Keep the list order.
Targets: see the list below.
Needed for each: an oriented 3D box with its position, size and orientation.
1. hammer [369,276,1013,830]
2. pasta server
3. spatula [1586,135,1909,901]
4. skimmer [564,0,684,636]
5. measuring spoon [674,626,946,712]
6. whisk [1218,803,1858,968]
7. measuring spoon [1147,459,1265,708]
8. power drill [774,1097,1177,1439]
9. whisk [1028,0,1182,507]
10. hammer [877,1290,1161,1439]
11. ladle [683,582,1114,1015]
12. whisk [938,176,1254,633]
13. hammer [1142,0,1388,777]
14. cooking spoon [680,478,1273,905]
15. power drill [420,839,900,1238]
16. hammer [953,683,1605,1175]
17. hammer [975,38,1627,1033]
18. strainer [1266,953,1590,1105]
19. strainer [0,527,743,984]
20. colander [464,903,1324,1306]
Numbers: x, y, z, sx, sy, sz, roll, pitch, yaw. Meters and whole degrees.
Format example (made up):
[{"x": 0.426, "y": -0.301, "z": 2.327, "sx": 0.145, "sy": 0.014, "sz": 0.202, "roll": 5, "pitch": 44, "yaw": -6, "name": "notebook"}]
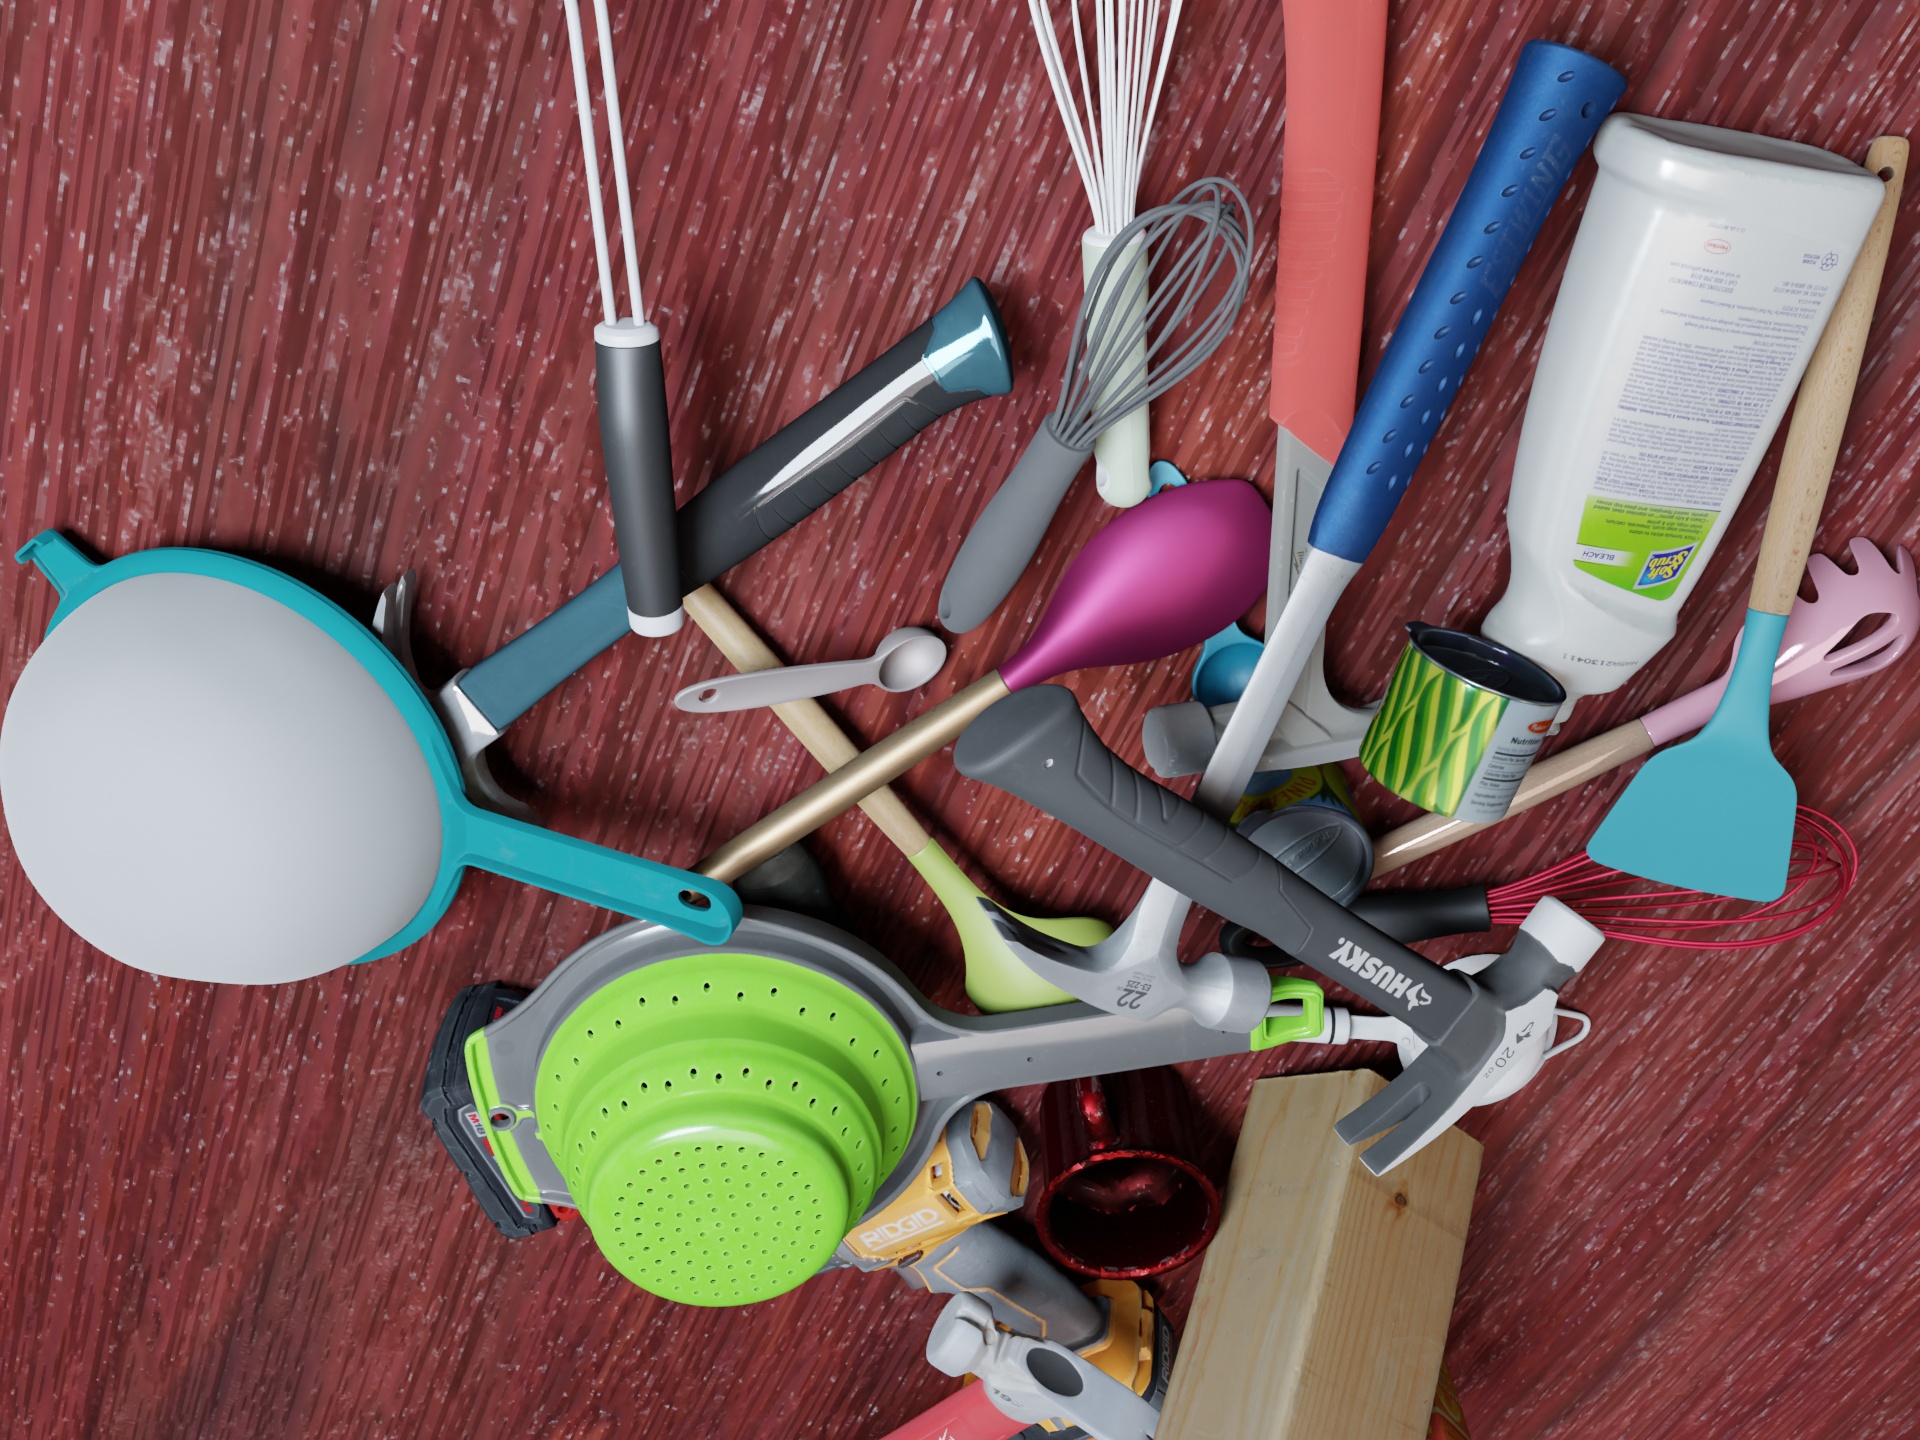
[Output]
[{"x": -0.114, "y": -0.067, "z": 0.658, "sx": 0.331, "sy": 0.033, "sz": 0.128, "roll": -33, "pitch": 107, "yaw": 17, "name": "hammer"}, {"x": 0.286, "y": 0.014, "z": 0.731, "sx": 0.316, "sy": 0.040, "sz": 0.060, "roll": -28, "pitch": 117, "yaw": 17, "name": "pasta server"}, {"x": 0.336, "y": -0.072, "z": 0.655, "sx": 0.082, "sy": 0.044, "sz": 0.317, "roll": 13, "pitch": 106, "yaw": 19, "name": "spatula"}, {"x": -0.114, "y": -0.206, "z": 0.565, "sx": 0.127, "sy": 0.090, "sz": 0.363, "roll": 6, "pitch": 123, "yaw": 8, "name": "skimmer"}, {"x": -0.065, "y": -0.023, "z": 0.688, "sx": 0.124, "sy": 0.018, "sz": 0.034, "roll": -11, "pitch": 141, "yaw": -24, "name": "measuring spoon"}, {"x": 0.272, "y": 0.088, "z": 0.763, "sx": 0.296, "sy": 0.073, "sz": 0.073, "roll": -9, "pitch": 121, "yaw": 12, "name": "whisk"}, {"x": 0.107, "y": -0.057, "z": 0.700, "sx": 0.042, "sy": 0.021, "sz": 0.128, "roll": -22, "pitch": 110, "yaw": 4, "name": "measuring spoon"}, {"x": -0.006, "y": 0.320, "z": 0.884, "sx": 0.185, "sy": 0.084, "sz": 0.226, "roll": -29, "pitch": 113, "yaw": 23, "name": "power drill"}, {"x": 0.058, "y": -0.191, "z": 0.599, "sx": 0.059, "sy": 0.058, "sz": 0.246, "roll": -12, "pitch": 126, "yaw": -8, "name": "whisk"}, {"x": -0.026, "y": 0.430, "z": 0.898, "sx": 0.143, "sy": 0.038, "sz": 0.386, "roll": 34, "pitch": 134, "yaw": -4, "name": "hammer"}, {"x": -0.035, "y": 0.034, "z": 0.741, "sx": 0.078, "sy": 0.062, "sz": 0.320, "roll": -35, "pitch": 109, "yaw": 17, "name": "ladle"}, {"x": 0.044, "y": -0.108, "z": 0.616, "sx": 0.055, "sy": 0.055, "sz": 0.238, "roll": 21, "pitch": 138, "yaw": -13, "name": "whisk"}, {"x": 0.148, "y": -0.145, "z": 0.622, "sx": 0.149, "sy": 0.037, "sz": 0.358, "roll": -10, "pitch": 118, "yaw": -15, "name": "hammer"}, {"x": -0.001, "y": -0.002, "z": 0.692, "sx": 0.319, "sy": 0.017, "sz": 0.068, "roll": -33, "pitch": 107, "yaw": 8, "name": "cooking spoon"}, {"x": -0.144, "y": 0.154, "z": 0.785, "sx": 0.226, "sy": 0.080, "sz": 0.187, "roll": -15, "pitch": 120, "yaw": 5, "name": "power drill"}, {"x": 0.125, "y": 0.079, "z": 0.639, "sx": 0.334, "sy": 0.035, "sz": 0.146, "roll": 31, "pitch": 99, "yaw": -33, "name": "hammer"}, {"x": 0.137, "y": -0.057, "z": 0.619, "sx": 0.144, "sy": 0.035, "sz": 0.405, "roll": 14, "pitch": 109, "yaw": -27, "name": "hammer"}, {"x": 0.201, "y": 0.159, "z": 0.814, "sx": 0.258, "sy": 0.050, "sz": 0.087, "roll": 4, "pitch": 105, "yaw": 1, "name": "strainer"}, {"x": -0.264, "y": 0.056, "z": 0.662, "sx": 0.340, "sy": 0.095, "sz": 0.210, "roll": 15, "pitch": 121, "yaw": 10, "name": "strainer"}, {"x": -0.025, "y": 0.178, "z": 0.711, "sx": 0.397, "sy": 0.095, "sz": 0.204, "roll": -8, "pitch": 118, "yaw": 0, "name": "colander"}]
